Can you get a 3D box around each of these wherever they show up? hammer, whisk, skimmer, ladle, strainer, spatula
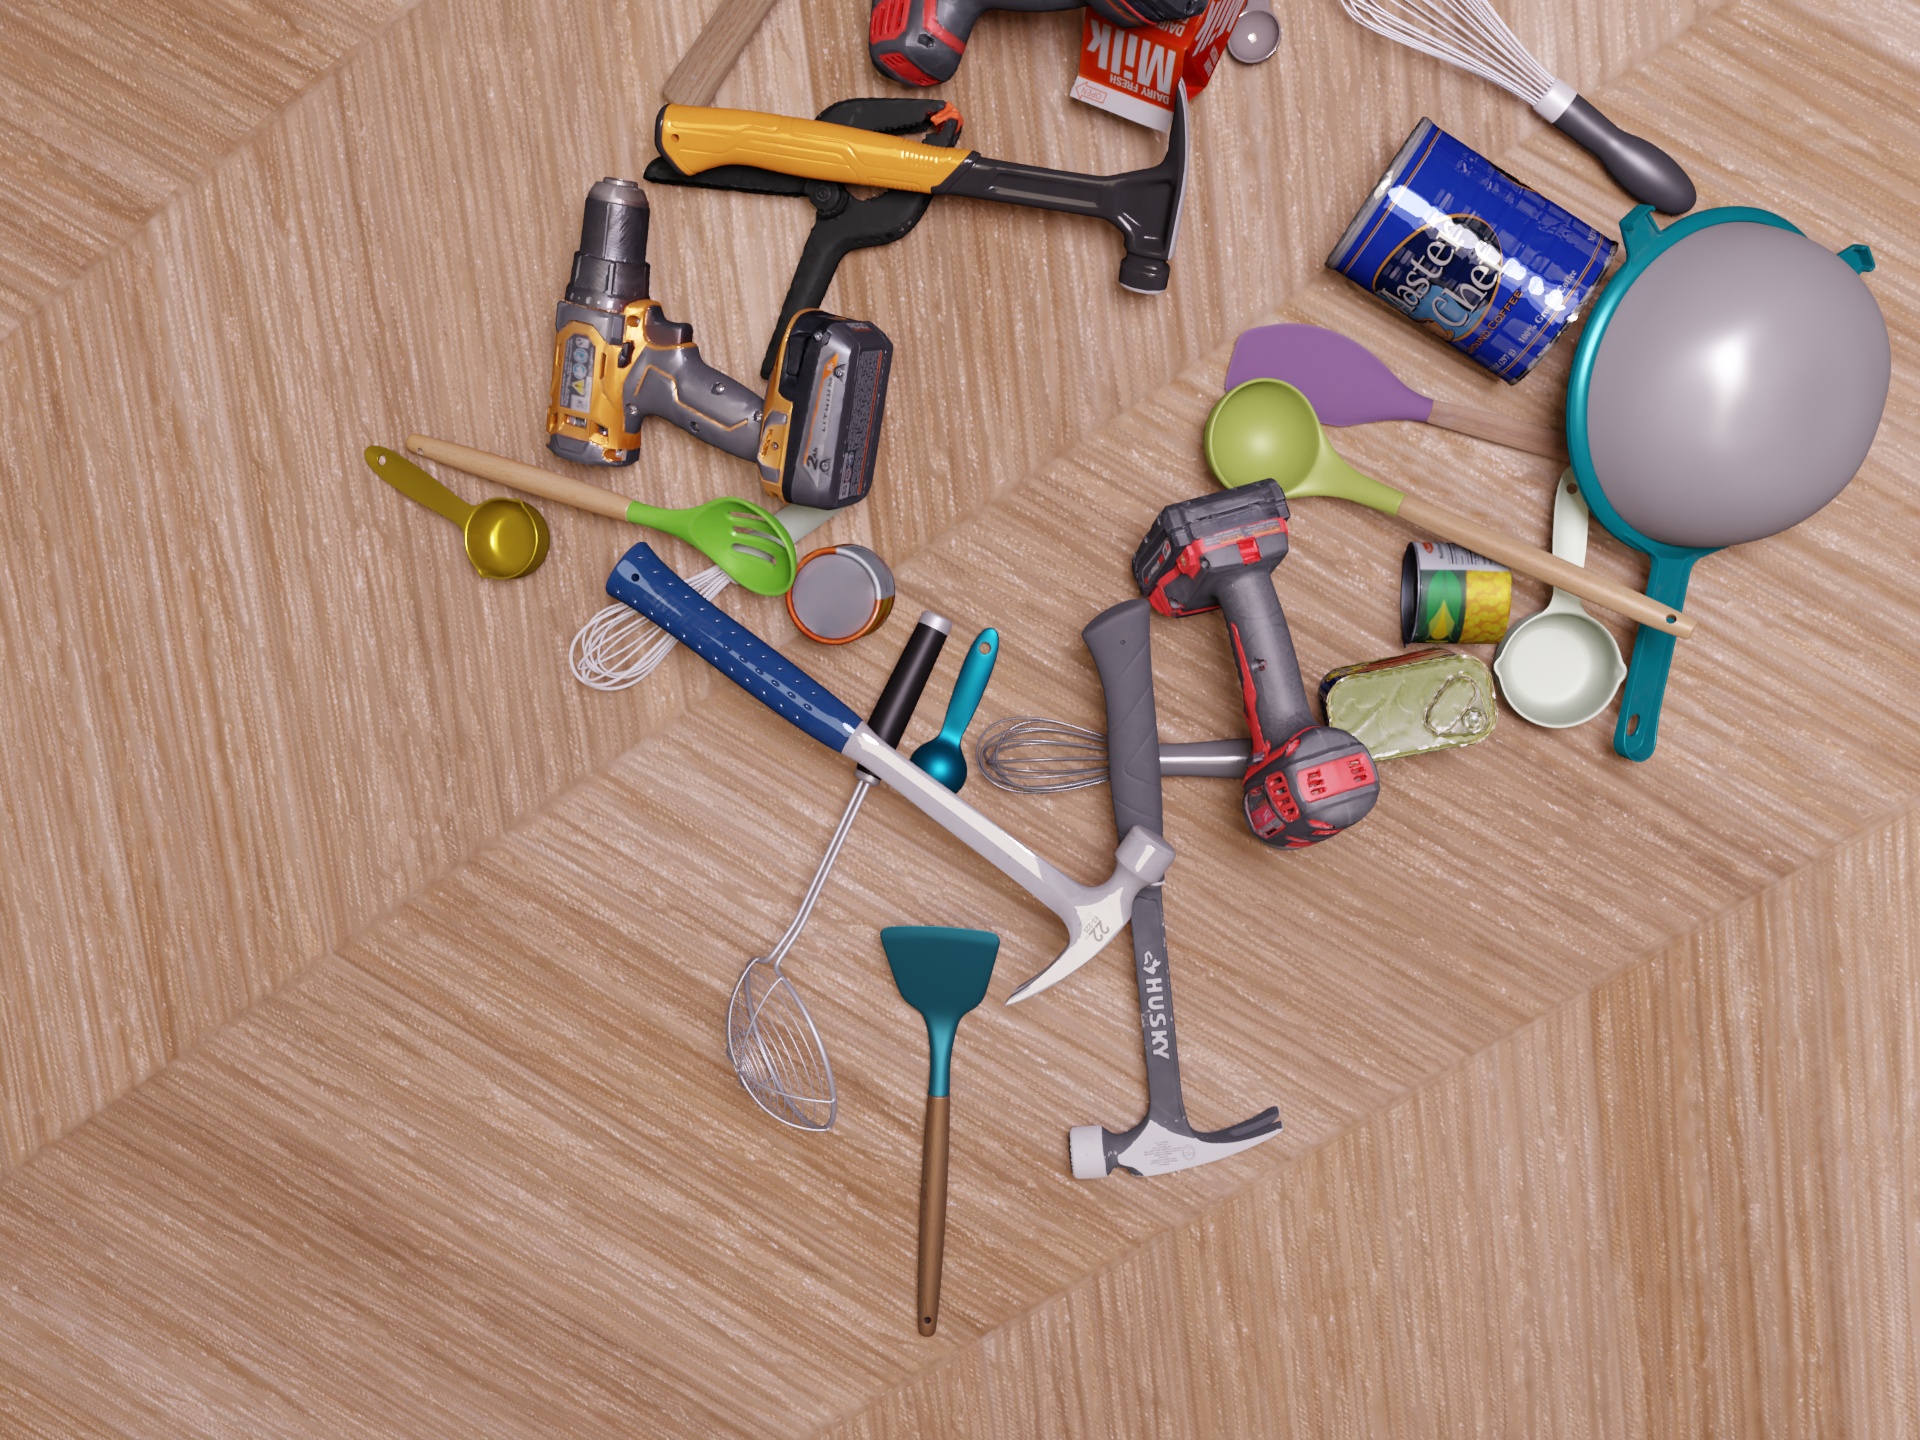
[{"bbox_3d":[-0.026,-0.354,0.994,0.337,0.034,0.127,10,123,5],"label":"hammer"},{"bbox_3d":[-0.166,-0.098,1.094,0.246,0.058,0.059,-34,127,7],"label":"whisk"},{"bbox_3d":[-0.068,0.104,1.099,0.090,0.127,0.363,25,88,-35],"label":"skimmer"},{"bbox_3d":[0.296,-0.125,0.983,0.320,0.062,0.078,29,93,21],"label":"ladle"},{"bbox_3d":[0.462,-0.130,0.948,0.211,0.095,0.340,1,105,-22],"label":"strainer"},{"bbox_3d":[-0.065,0.022,1.036,0.405,0.035,0.144,36,100,7],"label":"hammer"},{"bbox_3d":[-0.019,0.293,1.126,0.082,0.044,0.317,3,99,3],"label":"spatula"},{"bbox_3d":[0.330,-0.196,1.031,0.316,0.018,0.059,17,106,5],"label":"spatula"},{"bbox_3d":[0.343,-0.405,0.986,0.284,0.070,0.070,35,100,-4],"label":"whisk"},{"bbox_3d":[0.129,0.023,1.074,0.239,0.055,0.055,0,98,3],"label":"whisk"},{"bbox_3d":[-0.087,-0.529,1.008,0.331,0.031,0.130,-49,53,18],"label":"hammer"},{"bbox_3d":[0.128,0.120,1.059,0.149,0.036,0.408,-5,107,5],"label":"hammer"}]

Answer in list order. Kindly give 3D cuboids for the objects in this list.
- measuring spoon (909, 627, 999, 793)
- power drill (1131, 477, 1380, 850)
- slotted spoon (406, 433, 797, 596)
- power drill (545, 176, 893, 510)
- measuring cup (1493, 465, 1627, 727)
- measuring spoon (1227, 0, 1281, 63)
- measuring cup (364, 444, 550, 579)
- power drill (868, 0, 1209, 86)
[{"bbox_3d":[-0.002,-0.003,1.094,0.042,0.021,0.128,22,101,3],"label":"measuring spoon"},{"bbox_3d":[0.185,-0.026,0.996,0.078,0.143,0.220,-16,78,-9],"label":"power drill"},{"bbox_3d":[-0.244,-0.150,1.075,0.314,0.031,0.070,18,133,16],"label":"slotted spoon"},{"bbox_3d":[-0.162,-0.242,1.032,0.226,0.084,0.185,16,109,17],"label":"power drill"},{"bbox_3d":[0.388,-0.080,1.031,0.083,0.038,0.167,3,96,6],"label":"measuring cup"},{"bbox_3d":[0.195,-0.479,1.014,0.034,0.018,0.124,8,92,20],"label":"measuring spoon"},{"bbox_3d":[-0.354,-0.152,1.121,0.156,0.029,0.062,32,102,14],"label":"measuring cup"},{"bbox_3d":[0.044,-0.492,0.955,0.227,0.080,0.188,7,87,39],"label":"power drill"}]
